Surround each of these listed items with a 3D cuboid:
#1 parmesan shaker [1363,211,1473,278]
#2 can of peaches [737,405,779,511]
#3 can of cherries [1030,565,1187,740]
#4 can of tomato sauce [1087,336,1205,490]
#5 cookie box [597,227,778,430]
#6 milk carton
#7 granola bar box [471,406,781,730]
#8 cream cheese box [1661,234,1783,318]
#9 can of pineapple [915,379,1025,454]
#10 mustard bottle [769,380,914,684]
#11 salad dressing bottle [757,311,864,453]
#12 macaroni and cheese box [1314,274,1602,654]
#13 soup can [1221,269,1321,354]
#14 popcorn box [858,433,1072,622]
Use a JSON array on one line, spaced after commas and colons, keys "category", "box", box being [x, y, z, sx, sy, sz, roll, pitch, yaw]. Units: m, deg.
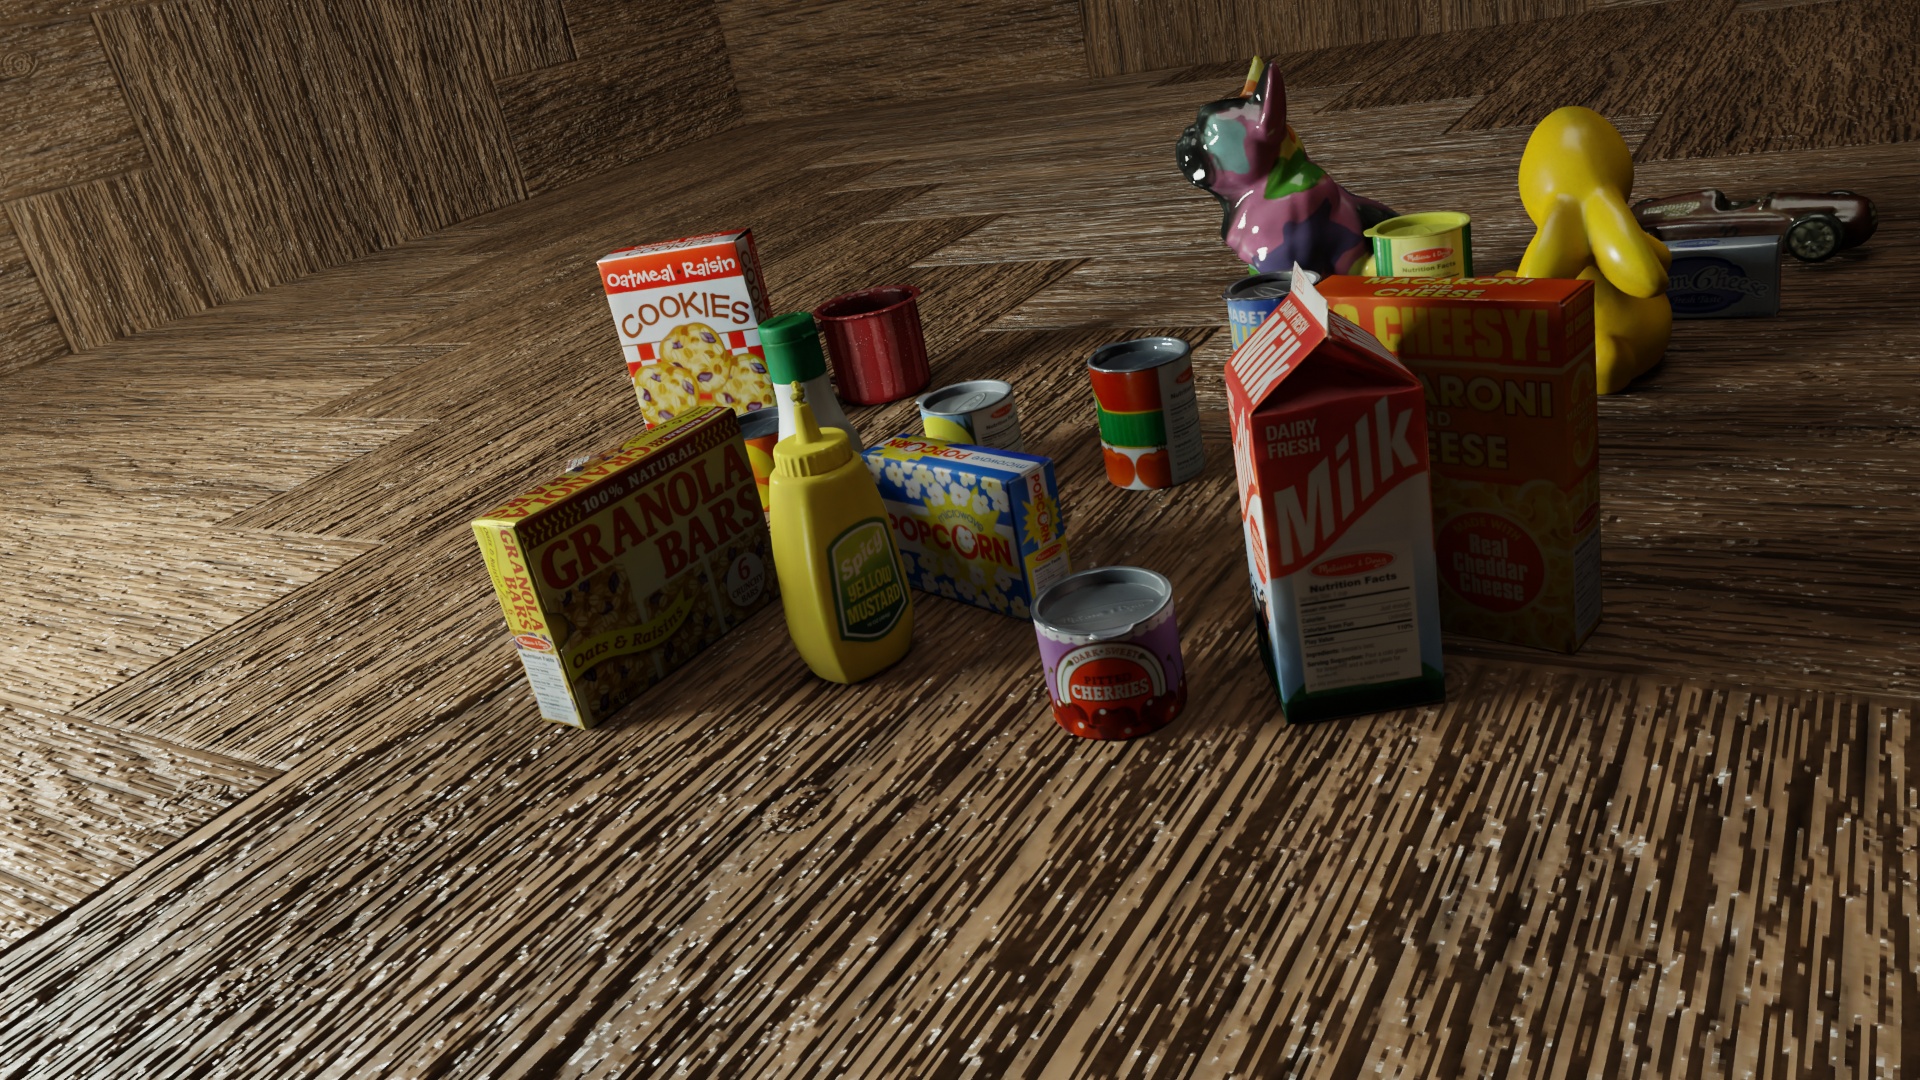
[{"category": "parmesan shaker", "box": [0.328, -0.174, 0.987, 0.071, 0.102, 0.071, -10, 23, 4]}, {"category": "can of peaches", "box": [-0.137, -0.059, 1.006, 0.071, 0.057, 0.071, -10, 23, 4]}, {"category": "can of cherries", "box": [0.070, 0.053, 0.649, 0.071, 0.058, 0.072, -10, 23, 4]}, {"category": "can of tomato sauce", "box": [0.120, -0.083, 0.904, 0.071, 0.082, 0.071, -10, 23, 4]}, {"category": "cookie box", "box": [-0.213, -0.162, 1.139, 0.123, 0.166, 0.040, -5, 24, 16]}, {"category": "milk carton", "box": [0.162, -0.022, 0.610, 0.073, 0.189, 0.072, -10, 23, 5]}, {"category": "granola bar box", "box": [-0.179, 0.011, 0.783, 0.039, 0.123, 0.166, 5, 29, 36]}, {"category": "cream cheese box", "box": [0.519, -0.184, 0.980, 0.104, 0.053, 0.024, 4, 28, 33]}, {"category": "can of pineapple", "box": [0.008, -0.075, 0.971, 0.071, 0.057, 0.071, -10, 23, 4]}, {"category": "mustard bottle", "box": [-0.068, -0.006, 0.721, 0.049, 0.159, 0.065, 12, 33, 44]}, {"category": "salad dressing bottle", "box": [-0.096, -0.074, 0.906, 0.044, 0.147, 0.064, 8, 30, 39]}, {"category": "macaroni and cheese box", "box": [0.228, -0.039, 0.646, 0.124, 0.165, 0.040, 11, 32, 42]}, {"category": "soup can", "box": [0.224, -0.143, 0.989, 0.071, 0.083, 0.071, -10, 23, 4]}, {"category": "popcorn box", "box": [0.003, -0.010, 0.791, 0.038, 0.085, 0.127, -30, 29, -36]}]
